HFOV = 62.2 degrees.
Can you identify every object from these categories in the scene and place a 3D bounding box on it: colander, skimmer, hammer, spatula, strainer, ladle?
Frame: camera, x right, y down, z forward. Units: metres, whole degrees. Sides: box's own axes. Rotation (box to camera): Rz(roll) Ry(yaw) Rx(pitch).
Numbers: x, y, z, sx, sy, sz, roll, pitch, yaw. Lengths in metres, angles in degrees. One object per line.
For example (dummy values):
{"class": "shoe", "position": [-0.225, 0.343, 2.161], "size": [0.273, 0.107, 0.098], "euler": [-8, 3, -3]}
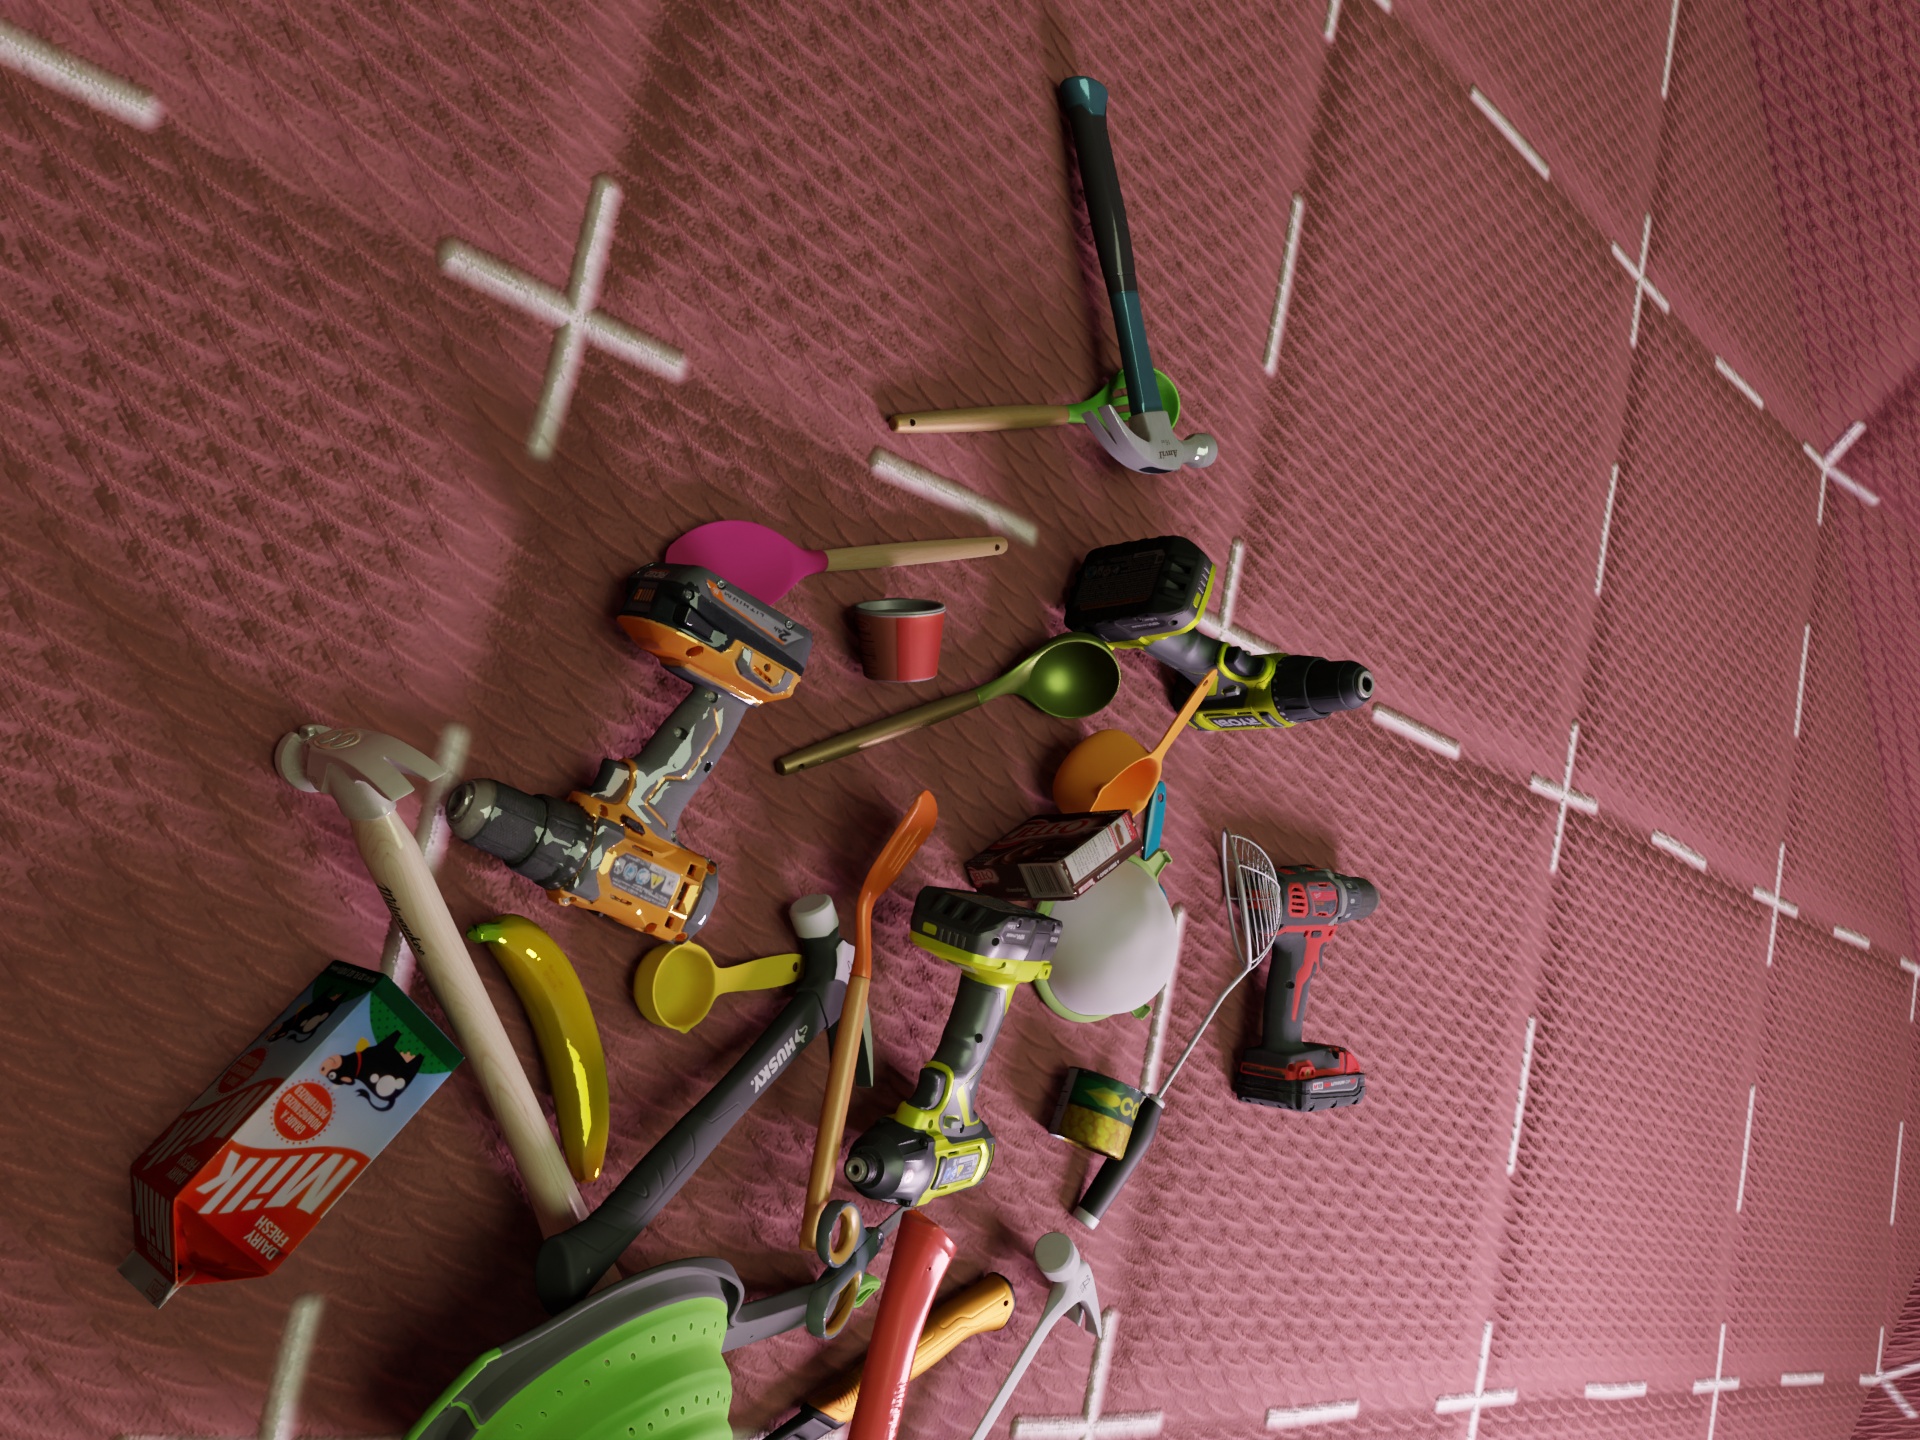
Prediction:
{"class": "colander", "position": [-0.158, 0.426, 1.007], "size": [0.204, 0.095, 0.396], "euler": [-49, 151, 18]}
{"class": "skimmer", "position": [0.178, 0.266, 1.399], "size": [0.363, 0.090, 0.127], "euler": [-56, 165, -13]}
{"class": "hammer", "position": [-0.009, 0.596, 1.223], "size": [0.405, 0.035, 0.143], "euler": [-53, 143, -24]}
{"class": "spatula", "position": [-0.066, 0.206, 1.116], "size": [0.081, 0.041, 0.323], "euler": [73, 26, -71]}
{"class": "hammer", "position": [-0.273, 0.192, 0.927], "size": [0.038, 0.146, 0.410], "euler": [-34, 118, -36]}
{"class": "hammer", "position": [-0.076, 0.524, 1.112], "size": [0.149, 0.037, 0.359], "euler": [15, 86, -29]}
{"class": "hammer", "position": [-0.085, 0.490, 1.168], "size": [0.337, 0.034, 0.127], "euler": [-19, 105, -41]}
{"class": "strainer", "position": [0.093, 0.183, 1.293], "size": [0.256, 0.069, 0.151], "euler": [4, 95, -39]}
{"class": "hammer", "position": [0.134, -0.369, 1.328], "size": [0.128, 0.033, 0.331], "euler": [-14, 94, -40]}
{"class": "hammer", "position": [-0.157, 0.260, 1.036], "size": [0.335, 0.035, 0.146], "euler": [-44, 125, -51]}
{"class": "ladle", "position": [-0.002, -0.004, 1.220], "size": [0.320, 0.062, 0.078], "euler": [-20, 134, -38]}

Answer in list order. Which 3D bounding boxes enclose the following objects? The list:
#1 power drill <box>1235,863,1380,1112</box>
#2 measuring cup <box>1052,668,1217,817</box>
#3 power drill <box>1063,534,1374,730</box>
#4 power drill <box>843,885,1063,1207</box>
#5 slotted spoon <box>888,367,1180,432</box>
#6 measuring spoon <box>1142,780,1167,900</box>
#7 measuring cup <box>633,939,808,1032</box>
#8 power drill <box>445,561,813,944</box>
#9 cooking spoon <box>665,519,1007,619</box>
{"class": "power drill", "position": [0.342, 0.252, 1.535], "size": [0.187, 0.080, 0.227], "euler": [5, 84, -43]}
{"class": "measuring cup", "position": [0.142, 0.016, 1.309], "size": [0.173, 0.052, 0.095], "euler": [-54, 151, 8]}
{"class": "power drill", "position": [0.217, -0.062, 1.334], "size": [0.228, 0.190, 0.080], "euler": [33, 67, -34]}
{"class": "power drill", "position": [-0.010, 0.240, 1.161], "size": [0.171, 0.080, 0.223], "euler": [19, 88, -62]}
{"class": "slotted spoon", "position": [0.065, -0.251, 1.296], "size": [0.313, 0.031, 0.070], "euler": [-13, 100, -40]}
{"class": "measuring spoon", "position": [0.175, 0.118, 1.408], "size": [0.042, 0.021, 0.128], "euler": [11, 85, -43]}
{"class": "measuring cup", "position": [-0.164, 0.177, 1.100], "size": [0.156, 0.029, 0.062], "euler": [2, 88, -55]}
{"class": "power drill", "position": [-0.208, 0.012, 1.012], "size": [0.185, 0.084, 0.226], "euler": [31, 76, -39]}
{"class": "cooking spoon", "position": [-0.082, -0.118, 1.167], "size": [0.318, 0.017, 0.068], "euler": [-11, 106, -42]}
